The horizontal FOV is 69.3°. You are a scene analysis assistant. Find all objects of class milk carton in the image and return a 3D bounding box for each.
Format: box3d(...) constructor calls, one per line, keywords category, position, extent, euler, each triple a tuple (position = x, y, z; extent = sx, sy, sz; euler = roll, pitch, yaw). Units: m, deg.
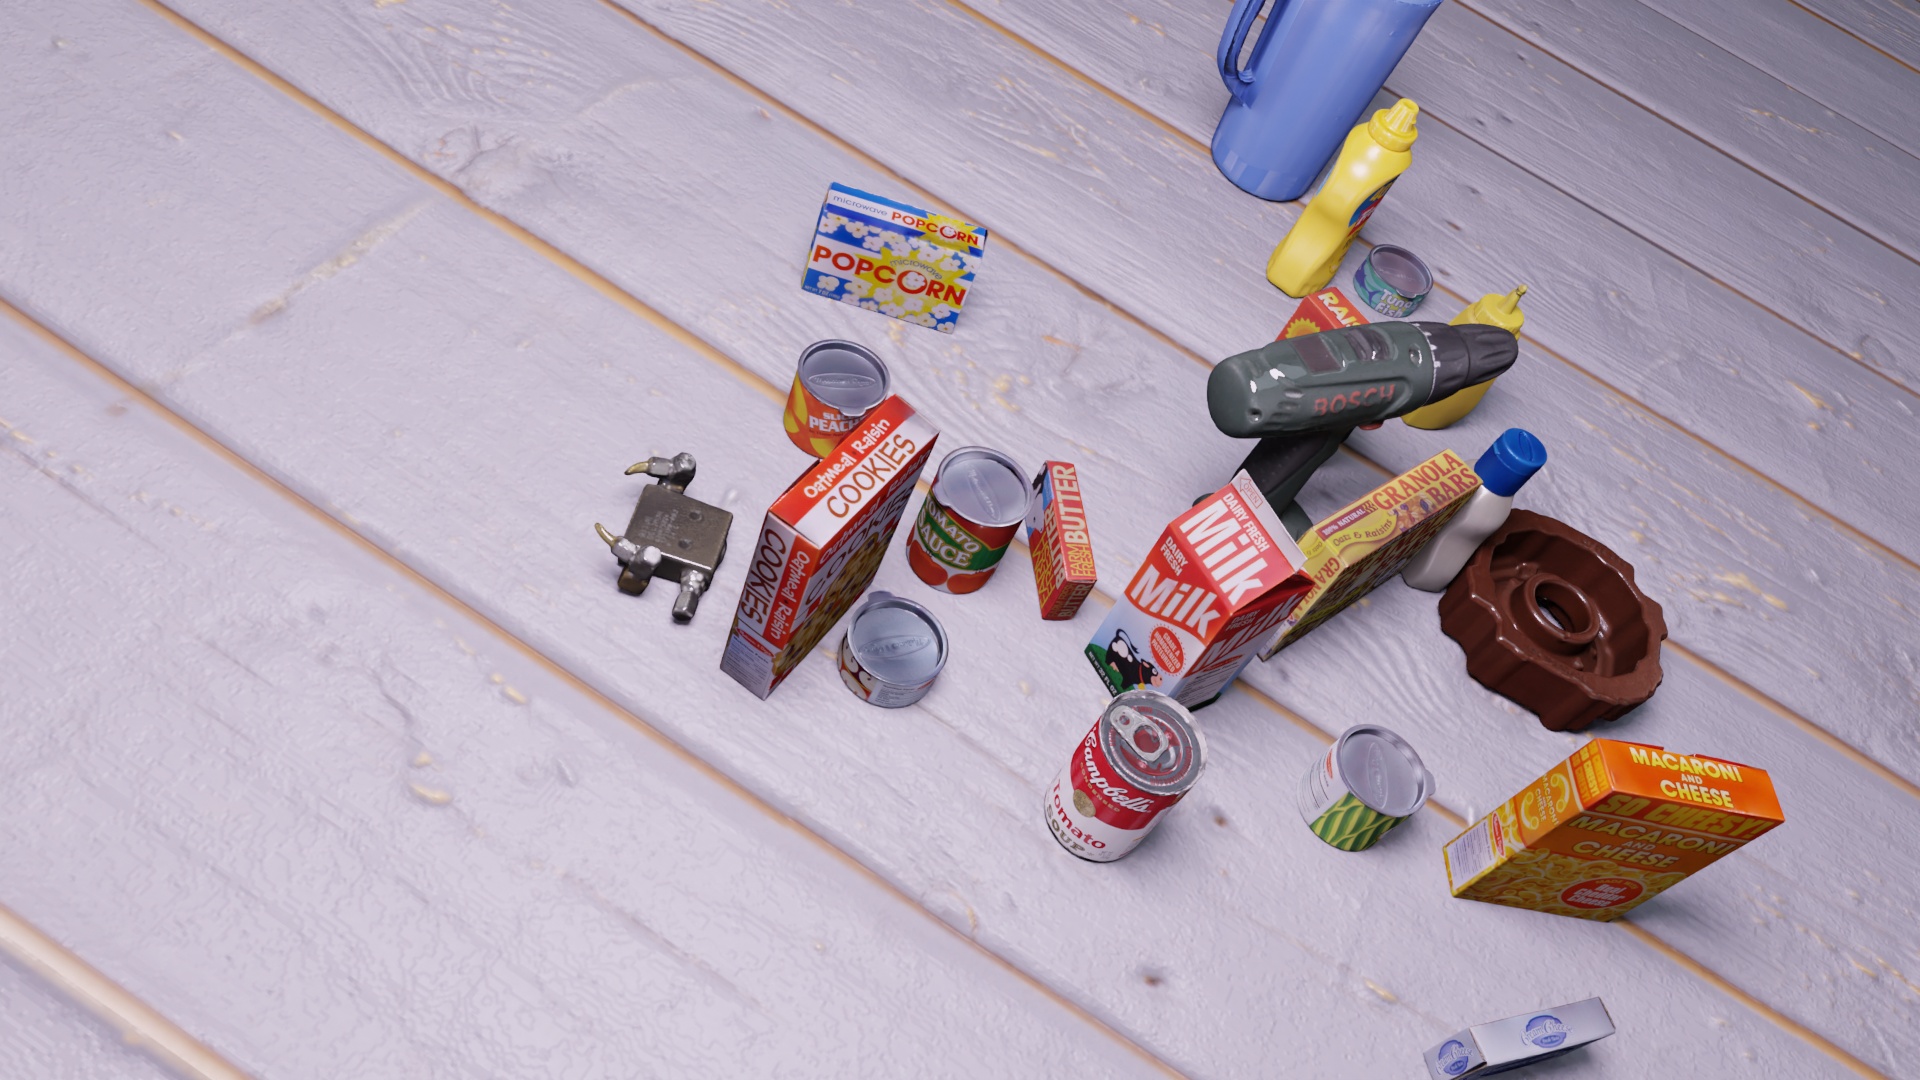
box3d(category="milk carton", position=(0.157, 0.039, 0.885), extent=(0.074, 0.189, 0.072), euler=(-16, 62, -30))

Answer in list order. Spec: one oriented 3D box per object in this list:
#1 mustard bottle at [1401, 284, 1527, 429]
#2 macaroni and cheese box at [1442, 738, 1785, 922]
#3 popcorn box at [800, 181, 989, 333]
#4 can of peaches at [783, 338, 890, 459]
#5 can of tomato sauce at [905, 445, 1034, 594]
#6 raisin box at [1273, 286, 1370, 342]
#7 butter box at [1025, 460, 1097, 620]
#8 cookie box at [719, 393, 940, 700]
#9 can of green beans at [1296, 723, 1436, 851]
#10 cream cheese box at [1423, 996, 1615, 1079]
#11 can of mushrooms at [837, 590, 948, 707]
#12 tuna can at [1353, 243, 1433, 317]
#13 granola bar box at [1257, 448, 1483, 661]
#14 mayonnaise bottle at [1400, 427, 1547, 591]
box3d(category="mustard bottle", position=(0.425, -0.158, 1.157), extent=(0.065, 0.159, 0.049), euler=(1, 54, -20))
box3d(category="macaroni and cheese box", position=(0.408, 0.187, 0.884), extent=(0.124, 0.165, 0.040), euler=(12, 51, -12))
box3d(category="popcorn box", position=(-0.052, -0.217, 1.069), extent=(0.127, 0.084, 0.038), euler=(15, 51, -10))
box3d(category="can of peaches", position=(-0.088, -0.097, 0.982), extent=(0.071, 0.057, 0.071), euler=(10, 52, -13))
box3d(category="can of tomato sauce", position=(0.003, -0.012, 0.935), extent=(0.071, 0.082, 0.071), euler=(10, 52, -13))
box3d(category="raisin box", position=(0.284, -0.128, 1.104), extent=(0.040, 0.122, 0.086), euler=(-20, 64, -32))
box3d(category="butter box", position=(0.068, 0.000, 0.971), extent=(0.024, 0.052, 0.104), euler=(5, 53, -17))
box3d(category="cookie box", position=(-0.081, 0.005, 0.835), extent=(0.040, 0.166, 0.123), euler=(35, 50, 7))
box3d(category="can of green beans", position=(0.264, 0.164, 0.917), extent=(0.071, 0.057, 0.071), euler=(10, 52, -13))
box3d(category="cream cheese box", position=(0.338, 0.304, 0.841), extent=(0.104, 0.053, 0.024), euler=(-3, 56, -23))
box3d(category="can of mushrooms", position=(-0.044, 0.069, 0.888), extent=(0.071, 0.033, 0.071), euler=(10, 52, -13))
box3d(category="tuna can", position=(0.403, -0.240, 1.294), extent=(0.071, 0.032, 0.071), euler=(10, 52, -13))
box3d(category="granola bar box", position=(0.284, 0.009, 1.000), extent=(0.166, 0.123, 0.039), euler=(-26, 67, -34))
box3d(category="mayonnaise bottle", position=(0.383, -0.025, 1.047), extent=(0.041, 0.147, 0.065), euler=(13, 51, -11))
